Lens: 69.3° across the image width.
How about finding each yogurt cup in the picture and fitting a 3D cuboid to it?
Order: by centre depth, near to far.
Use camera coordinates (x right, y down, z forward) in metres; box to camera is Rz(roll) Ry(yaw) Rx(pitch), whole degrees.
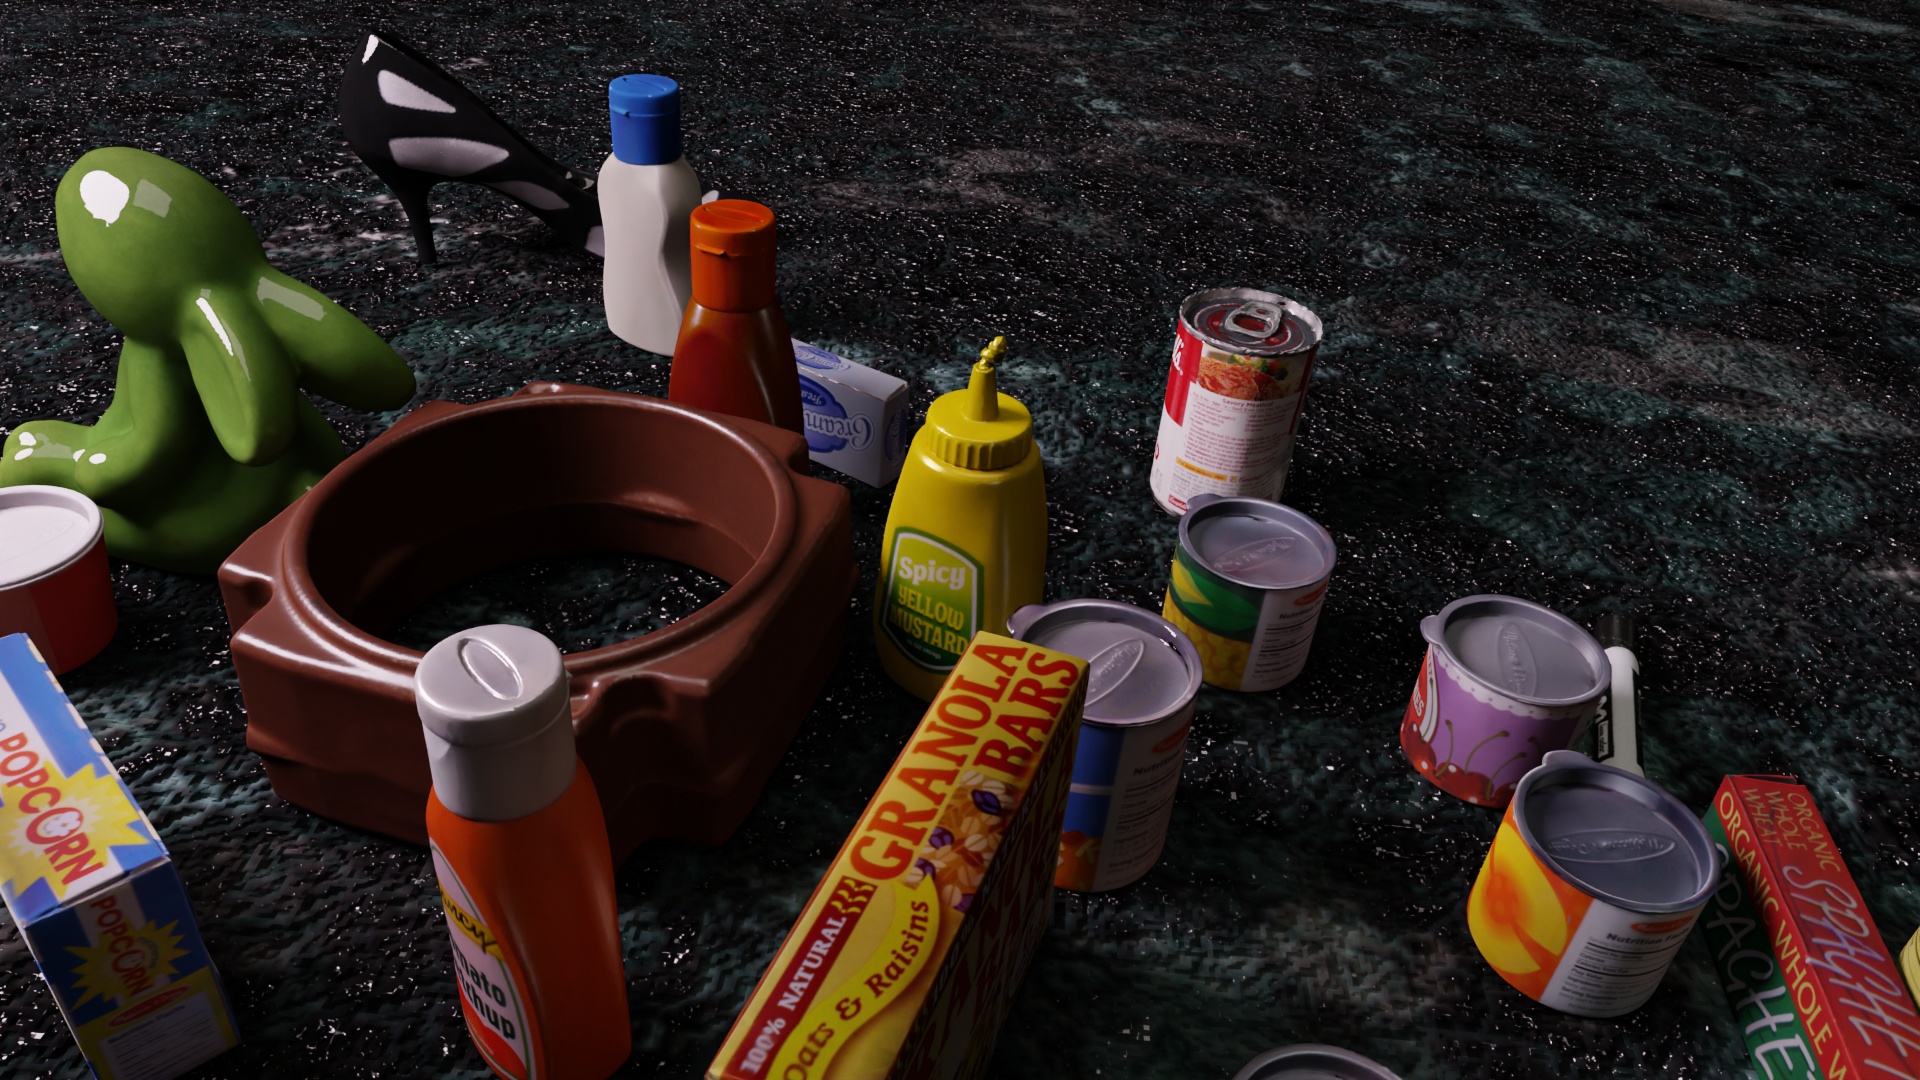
[{"bbox_3d":[-0.367,0.019,0.542,0.072,0.053,0.073,4,35,-2],"label":"yogurt cup"}]

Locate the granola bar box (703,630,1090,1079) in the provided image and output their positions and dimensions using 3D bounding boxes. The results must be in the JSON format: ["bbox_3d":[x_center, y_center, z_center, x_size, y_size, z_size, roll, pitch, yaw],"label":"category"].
[{"bbox_3d":[-0.013,0.122,0.383,0.039,0.123,0.166,16,37,15],"label":"granola bar box"}]

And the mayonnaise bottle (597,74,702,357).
[{"bbox_3d":[-0.169,-0.177,0.762,0.065,0.147,0.041,24,39,25],"label":"mayonnaise bottle"}]

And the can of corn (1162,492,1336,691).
[{"bbox_3d":[0.121,0.021,0.599,0.071,0.058,0.071,4,35,-2],"label":"can of corn"}]

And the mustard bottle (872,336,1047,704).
[{"bbox_3d":[0.002,-0.007,0.535,0.065,0.159,0.049,22,38,22],"label":"mustard bottle"}]

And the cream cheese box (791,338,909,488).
[{"bbox_3d":[-0.075,-0.069,0.705,0.104,0.053,0.024,23,39,23],"label":"cream cheese box"}]

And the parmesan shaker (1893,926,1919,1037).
[{"bbox_3d":[0.326,0.138,0.424,0.071,0.102,0.072,4,35,-2],"label":"parmesan shaker"}]

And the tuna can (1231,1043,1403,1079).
[{"bbox_3d":[0.106,0.181,0.395,0.071,0.032,0.071,4,35,-2],"label":"tuna can"}]

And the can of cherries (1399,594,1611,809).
[{"bbox_3d":[0.212,0.063,0.553,0.071,0.058,0.072,4,35,-2],"label":"can of cherries"}]

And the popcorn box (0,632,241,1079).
[{"bbox_3d":[-0.270,0.096,0.420,0.038,0.084,0.127,-27,46,-37],"label":"popcorn box"}]

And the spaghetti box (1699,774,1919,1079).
[{"bbox_3d":[0.270,0.173,0.414,0.029,0.049,0.251,8,35,4],"label":"spaghetti box"}]

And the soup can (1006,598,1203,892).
[{"bbox_3d":[0.045,0.072,0.497,0.071,0.083,0.072,4,35,-2],"label":"soup can"}]

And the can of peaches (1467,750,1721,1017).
[{"bbox_3d":[0.214,0.118,0.477,0.071,0.057,0.071,4,35,-2],"label":"can of peaches"}]

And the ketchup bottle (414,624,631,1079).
[{"bbox_3d":[-0.123,0.091,0.391,0.044,0.148,0.065,-25,45,-35],"label":"ketchup bottle"}]

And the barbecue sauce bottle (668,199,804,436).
[{"bbox_3d":[-0.102,-0.079,0.633,0.065,0.147,0.044,17,37,16],"label":"barbecue sauce bottle"}]
